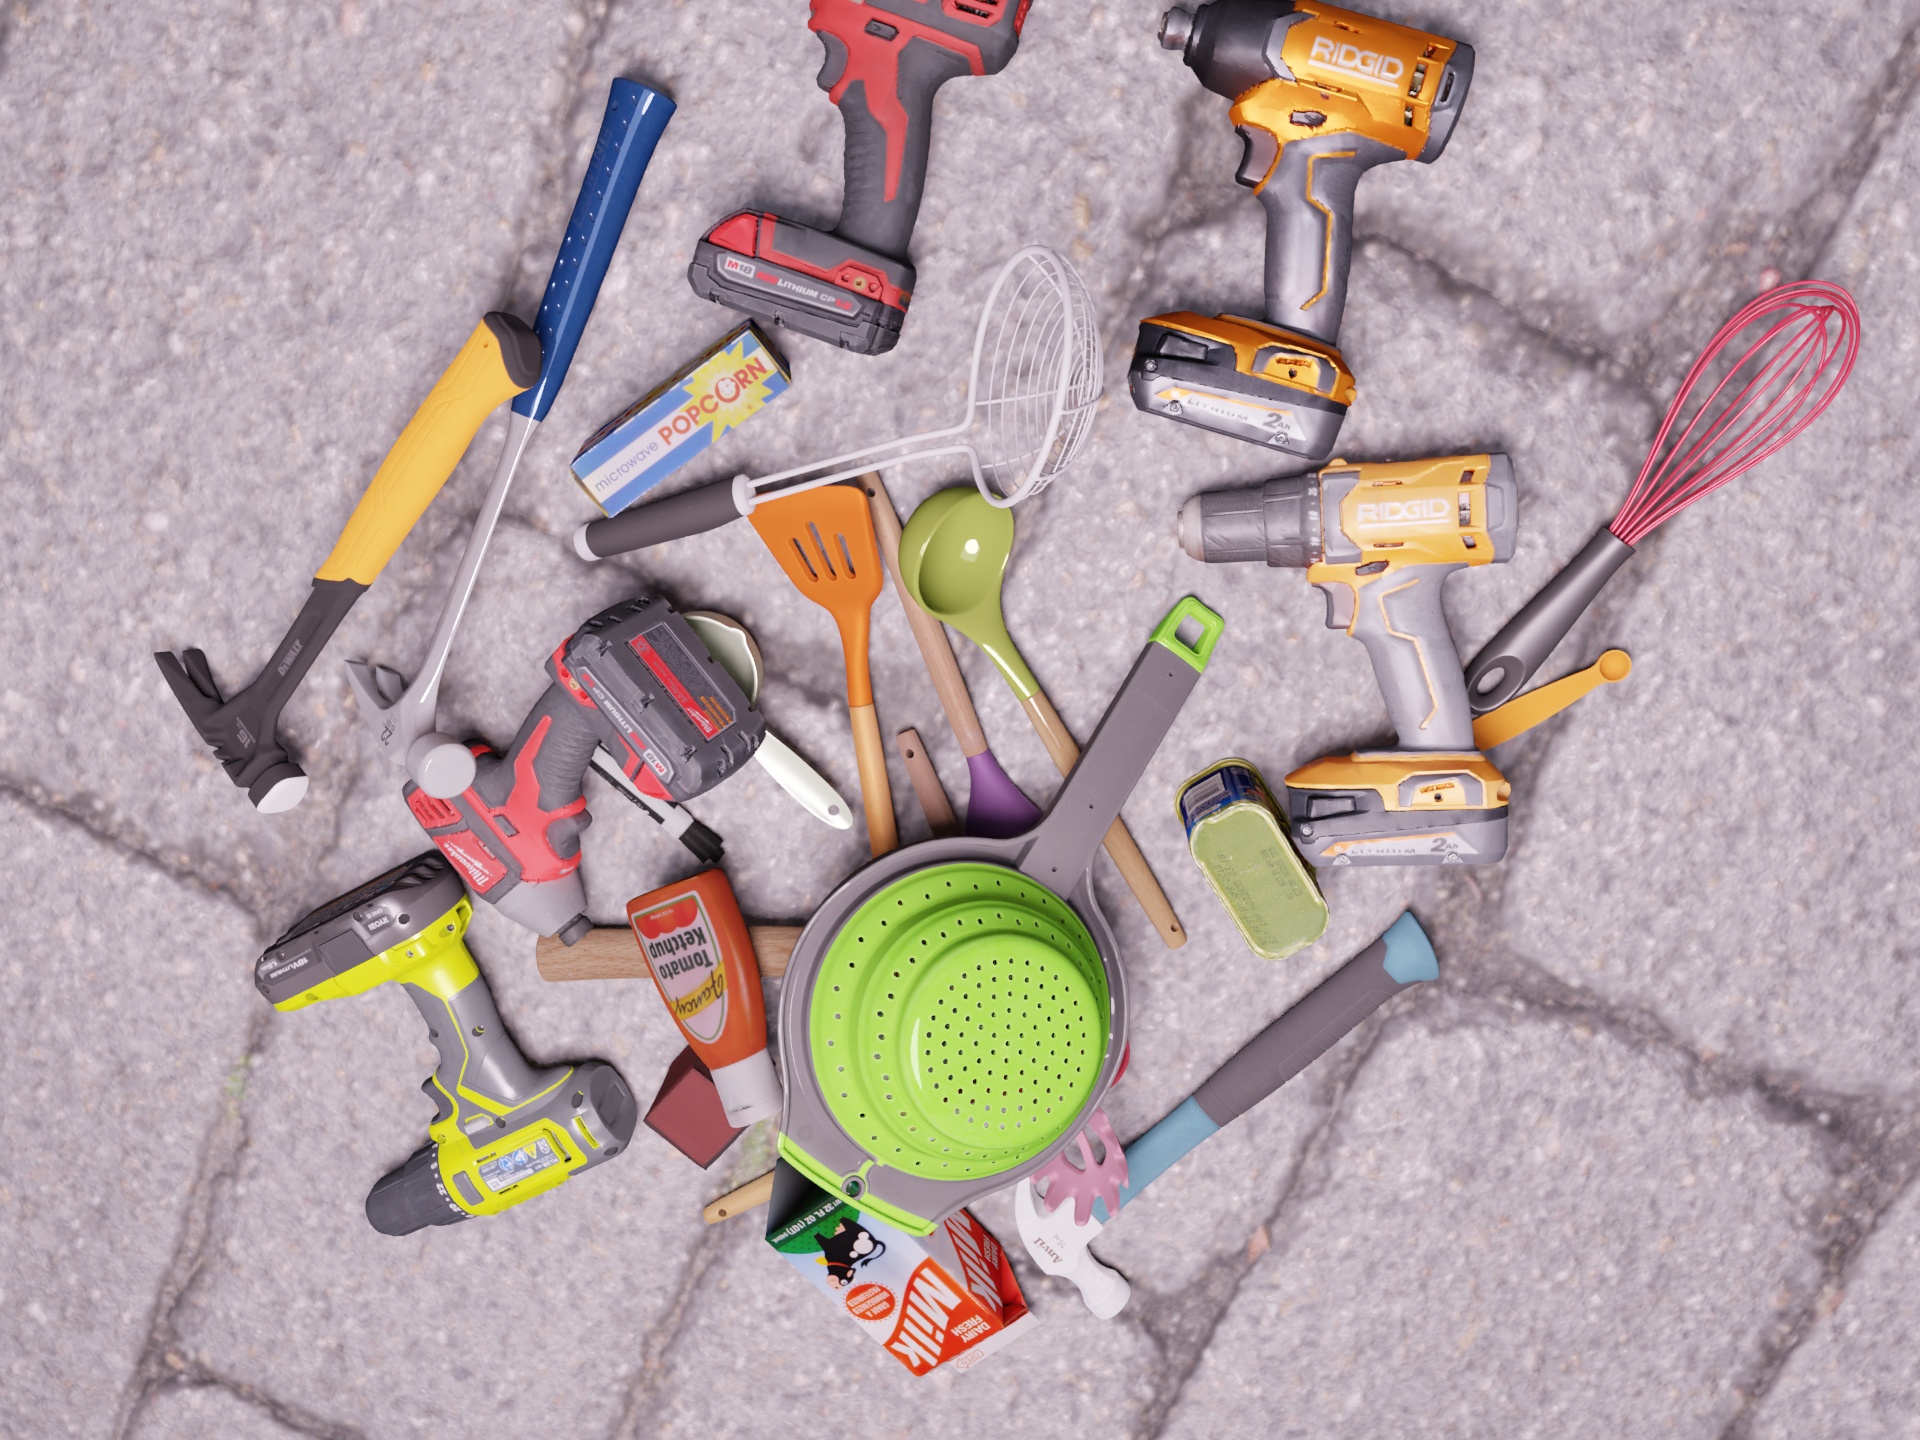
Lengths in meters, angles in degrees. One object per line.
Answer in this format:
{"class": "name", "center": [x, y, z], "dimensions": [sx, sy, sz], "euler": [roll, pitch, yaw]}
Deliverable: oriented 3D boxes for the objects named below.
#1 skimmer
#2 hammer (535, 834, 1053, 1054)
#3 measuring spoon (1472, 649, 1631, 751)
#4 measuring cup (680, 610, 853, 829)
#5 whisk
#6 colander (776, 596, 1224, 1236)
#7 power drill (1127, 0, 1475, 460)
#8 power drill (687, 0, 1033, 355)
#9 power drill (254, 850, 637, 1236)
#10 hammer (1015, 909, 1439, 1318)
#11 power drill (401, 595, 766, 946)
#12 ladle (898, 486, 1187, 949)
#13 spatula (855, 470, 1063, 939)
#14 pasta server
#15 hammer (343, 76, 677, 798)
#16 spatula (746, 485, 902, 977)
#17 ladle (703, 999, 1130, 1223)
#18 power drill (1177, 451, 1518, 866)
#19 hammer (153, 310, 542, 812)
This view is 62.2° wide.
{"class": "skimmer", "center": [-0.084, -0.145, 0.845], "dimensions": [0.363, 0.090, 0.127], "euler": [-11, 72, 28]}
{"class": "hammer", "center": [-0.108, 0.139, 0.974], "dimensions": [0.331, 0.031, 0.130], "euler": [-3, 94, 15]}
{"class": "measuring spoon", "center": [0.340, -0.010, 0.941], "dimensions": [0.117, 0.011, 0.021], "euler": [-30, 101, 14]}
{"class": "measuring cup", "center": [-0.125, 0.002, 0.966], "dimensions": [0.083, 0.038, 0.167], "euler": [-43, 99, 13]}
{"class": "whisk", "center": [0.382, -0.116, 0.888], "dimensions": [0.073, 0.073, 0.295], "euler": [36, 110, -5]}
{"class": "colander", "center": [0.052, 0.098, 0.872], "dimensions": [0.204, 0.094, 0.397], "euler": [35, 79, -14]}
{"class": "power drill", "center": [0.162, -0.269, 0.855], "dimensions": [0.164, 0.084, 0.226], "euler": [17, 100, 1]}
{"class": "power drill", "center": [-0.080, -0.330, 0.862], "dimensions": [0.188, 0.080, 0.226], "euler": [20, 102, -1]}
{"class": "power drill", "center": [-0.342, 0.218, 1.018], "dimensions": [0.190, 0.080, 0.228], "euler": [-26, 103, 12]}
{"class": "hammer", "center": [0.167, 0.239, 1.003], "dimensions": [0.331, 0.033, 0.128], "euler": [-42, 98, 13]}
{"class": "power drill", "center": [-0.224, 0.039, 0.938], "dimensions": [0.219, 0.078, 0.143], "euler": [-37, 93, 31]}
{"class": "ladle", "center": [0.061, 0.006, 0.943], "dimensions": [0.078, 0.062, 0.320], "euler": [-37, 104, -24]}
{"class": "spatula", "center": [-0.002, -0.003, 0.964], "dimensions": [0.060, 0.018, 0.315], "euler": [-19, 103, 11]}
{"class": "pasta server", "center": [0.026, 0.153, 0.969], "dimensions": [0.060, 0.040, 0.316], "euler": [-22, 92, 15]}
{"class": "hammer", "center": [-0.256, -0.166, 0.911], "dimensions": [0.035, 0.144, 0.405], "euler": [16, 100, -44]}
{"class": "spatula", "center": [-0.061, 0.016, 0.962], "dimensions": [0.081, 0.041, 0.322], "euler": [-2, 106, 25]}
{"class": "ladle", "center": [-0.033, 0.260, 1.028], "dimensions": [0.315, 0.031, 0.069], "euler": [-28, 95, 12]}
{"class": "power drill", "center": [0.220, -0.035, 0.901], "dimensions": [0.185, 0.084, 0.226], "euler": [-2, 95, 12]}
{"class": "hammer", "center": [-0.348, -0.102, 0.914], "dimensions": [0.127, 0.034, 0.337], "euler": [49, 112, 14]}
